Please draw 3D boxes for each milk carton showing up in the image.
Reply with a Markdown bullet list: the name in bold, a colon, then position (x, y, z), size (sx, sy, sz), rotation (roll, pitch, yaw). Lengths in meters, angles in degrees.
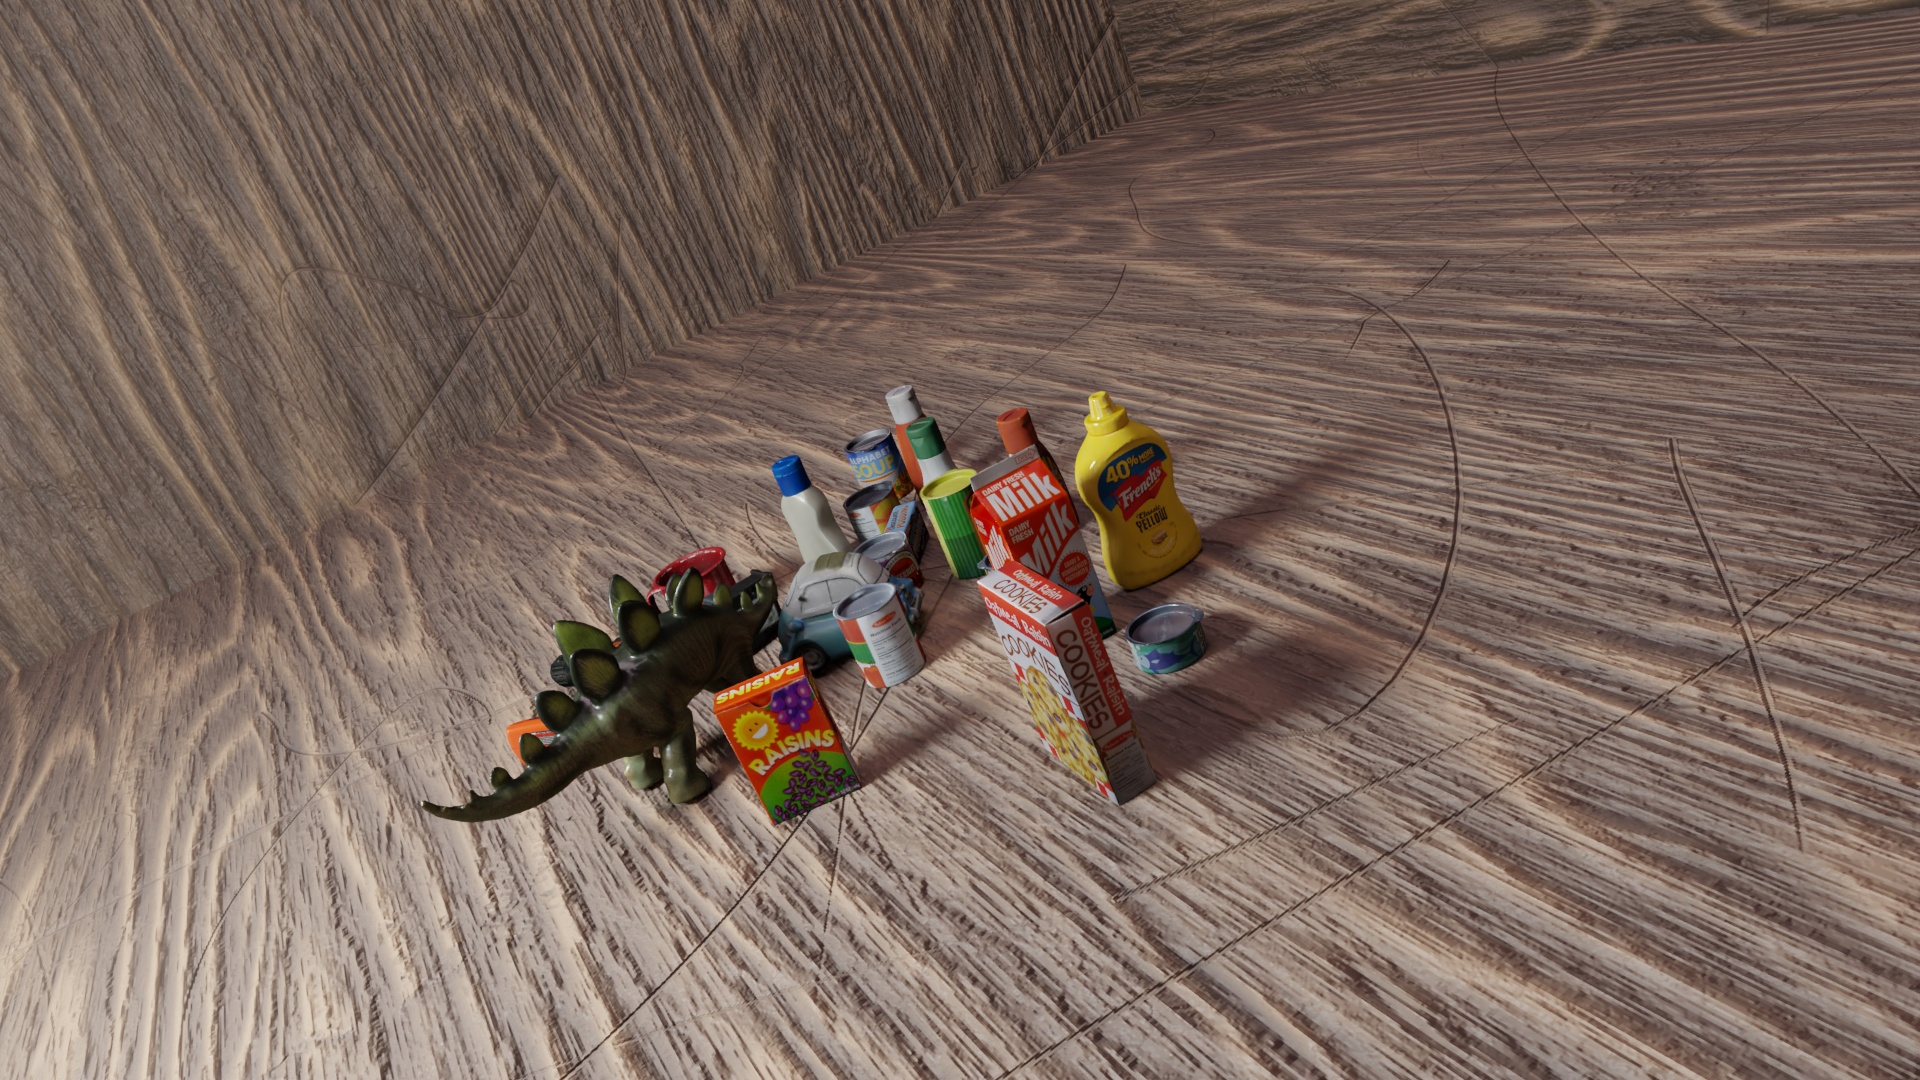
- **milk carton**: position (0.070, 0.011, 1.272), size (0.072, 0.190, 0.073), rotation (-28, 23, -14)

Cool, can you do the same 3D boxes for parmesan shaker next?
- **parmesan shaker**: position (0.005, -0.019, 1.515), size (0.071, 0.102, 0.071), rotation (-19, 22, 8)

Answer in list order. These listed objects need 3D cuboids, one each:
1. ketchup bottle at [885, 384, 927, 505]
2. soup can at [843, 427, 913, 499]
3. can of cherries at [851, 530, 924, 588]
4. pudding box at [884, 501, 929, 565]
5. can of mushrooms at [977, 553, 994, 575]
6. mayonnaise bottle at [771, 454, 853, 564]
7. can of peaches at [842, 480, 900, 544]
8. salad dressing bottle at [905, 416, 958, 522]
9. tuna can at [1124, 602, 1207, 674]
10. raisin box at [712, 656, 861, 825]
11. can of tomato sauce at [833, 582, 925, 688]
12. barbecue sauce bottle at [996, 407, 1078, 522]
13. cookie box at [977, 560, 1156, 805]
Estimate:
- **ketchup bottle**: position (-0.051, -0.121, 1.738), size (0.043, 0.148, 0.065), rotation (-7, 27, 35)
- **soup can**: position (-0.107, -0.094, 1.816), size (0.071, 0.083, 0.071), rotation (-19, 22, 8)
- **can of cherries**: position (-0.079, 0.031, 1.539), size (0.071, 0.058, 0.072), rotation (-19, 22, 8)
- **pudding box**: position (-0.064, -0.005, 1.618), size (0.030, 0.049, 0.084), rotation (-16, 23, 16)
- **can of mushrooms**: position (0.056, 0.027, 1.455), size (0.071, 0.033, 0.071), rotation (-19, 22, 8)
- **mayonnaise bottle**: position (-0.179, -0.029, 1.651), size (0.064, 0.147, 0.041), rotation (-4, 28, 38)
- **can of peaches**: position (-0.101, -0.031, 1.702), size (0.071, 0.058, 0.071), rotation (-19, 22, 8)
- **salad dressing bottle**: position (-0.020, -0.069, 1.594), size (0.064, 0.147, 0.044), rotation (-8, 26, 32)
- **tuna can**: position (0.182, 0.085, 1.208), size (0.071, 0.032, 0.071), rotation (-19, 22, 8)
- **raisin box**: position (-0.149, 0.173, 1.196), size (0.086, 0.123, 0.040), rotation (-23, 22, 0)
- **can of tomato sauce**: position (-0.079, 0.093, 1.367), size (0.071, 0.082, 0.071), rotation (-19, 22, 8)
- **barbecue sauce bottle**: position (0.080, -0.070, 1.502), size (0.043, 0.148, 0.065), rotation (-2, 30, 42)
- **cookie box**: position (0.081, 0.107, 1.074), size (0.040, 0.167, 0.123), rotation (-29, 23, -15)
